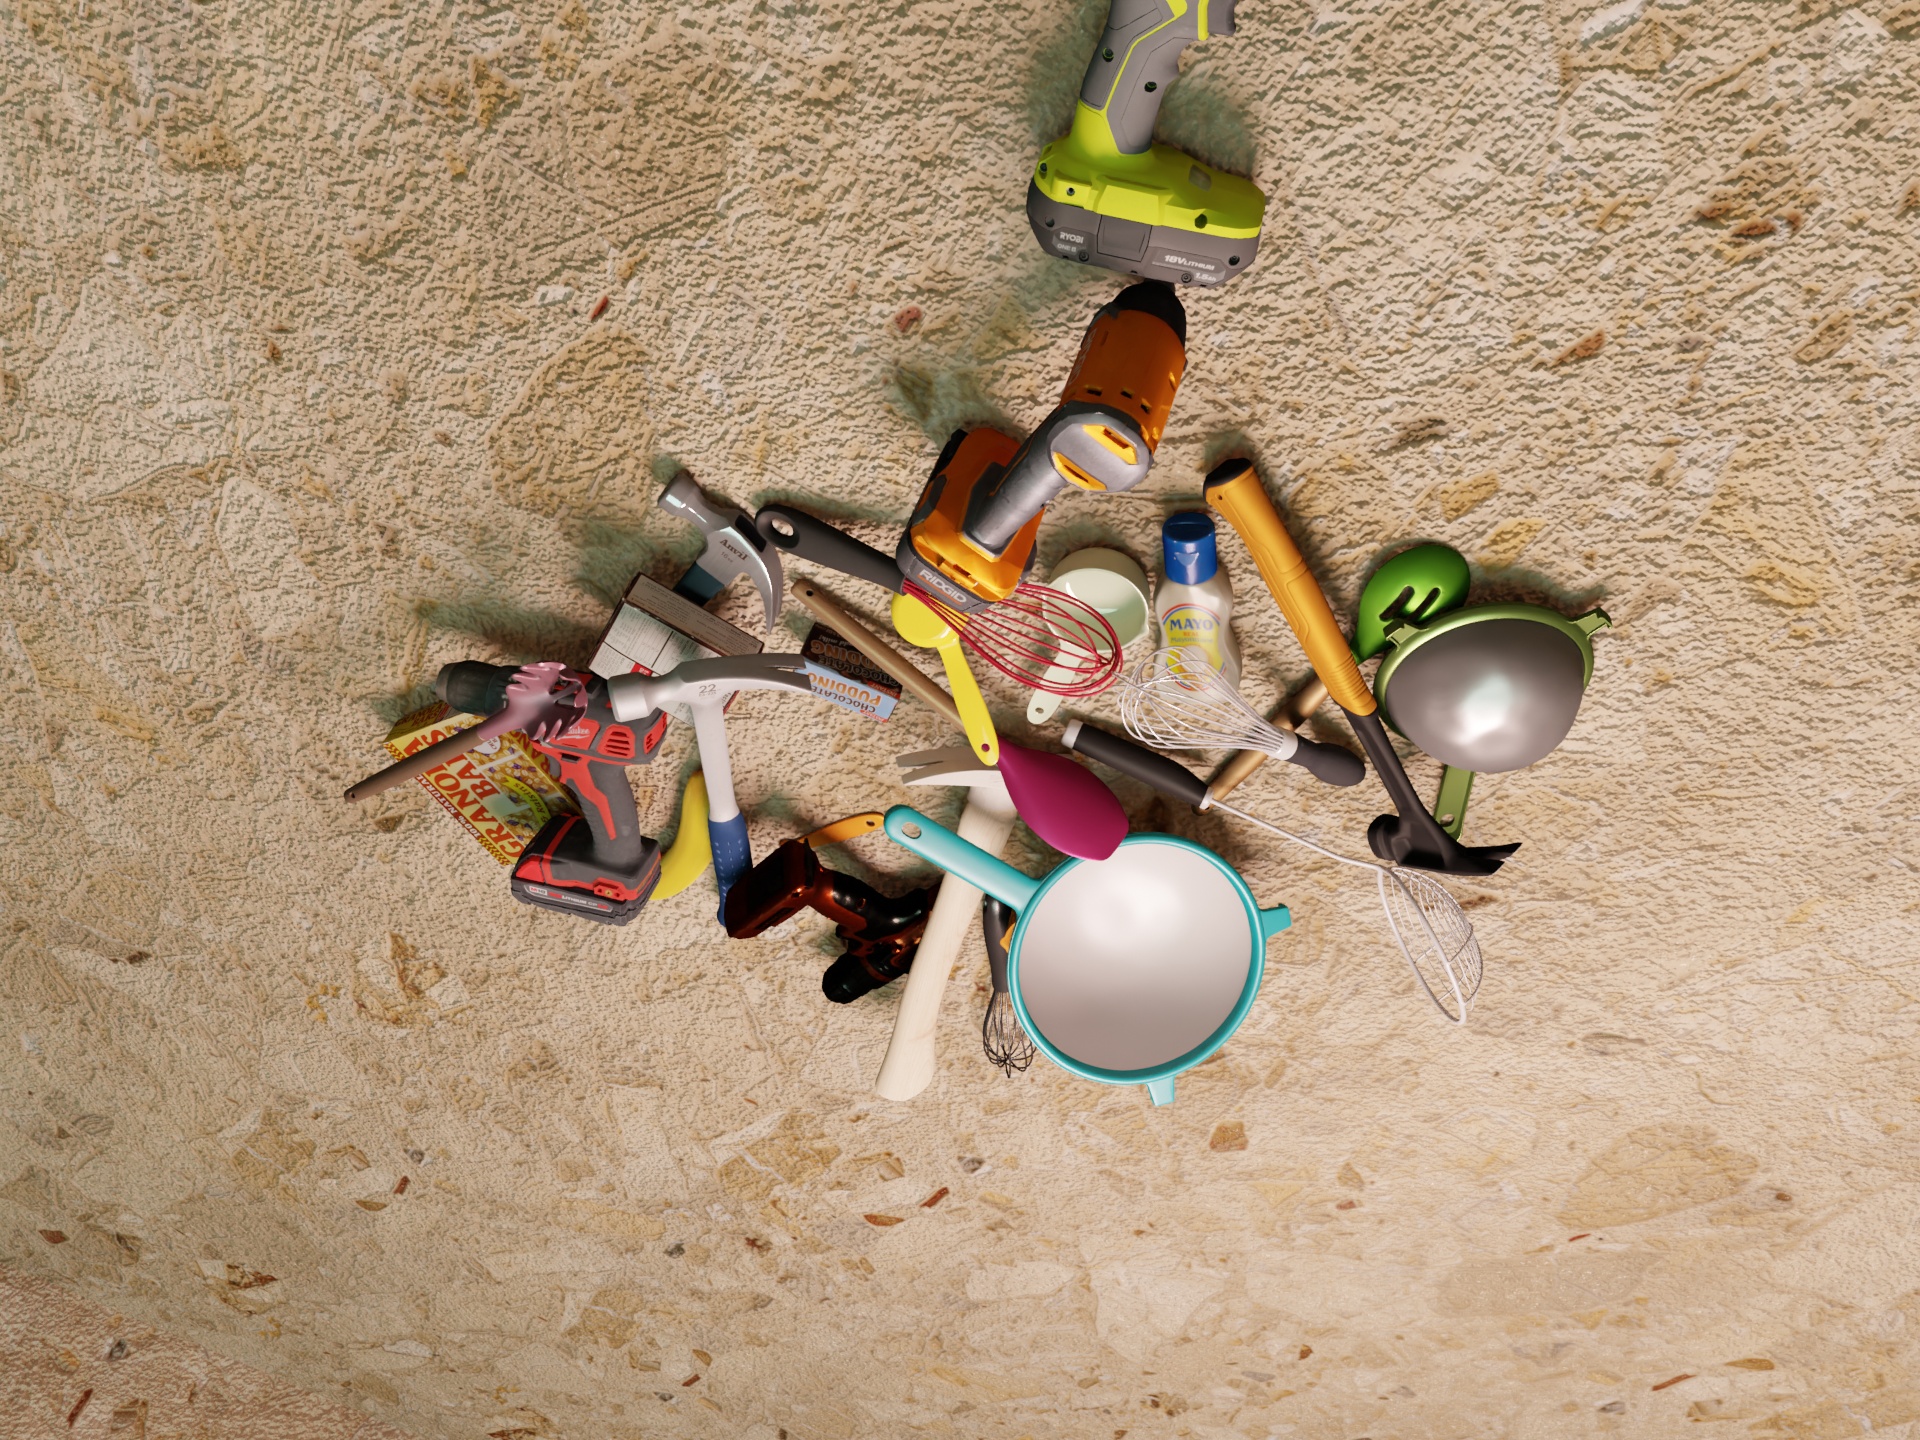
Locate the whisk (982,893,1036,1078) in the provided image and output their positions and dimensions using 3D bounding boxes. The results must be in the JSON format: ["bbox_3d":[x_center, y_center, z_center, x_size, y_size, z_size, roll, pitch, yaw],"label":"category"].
[{"bbox_3d":[0.039,0.243,1.462,0.055,0.055,0.238,4,129,12],"label":"whisk"}]

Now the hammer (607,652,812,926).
[{"bbox_3d":[-0.189,0.070,1.306,0.144,0.035,0.405,-12,149,-10],"label":"hammer"}]

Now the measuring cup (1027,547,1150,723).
[{"bbox_3d":[0.085,-0.061,1.171,0.083,0.038,0.167,22,136,-5],"label":"measuring cup"}]

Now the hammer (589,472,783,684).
[{"bbox_3d":[-0.255,-0.060,1.268,0.128,0.033,0.331,37,131,-17],"label":"hammer"}]

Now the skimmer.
[{"bbox_3d":[0.232,0.112,1.218,0.363,0.090,0.127,25,174,7],"label":"skimmer"}]

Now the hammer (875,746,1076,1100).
[{"bbox_3d":[-0.024,0.186,1.357,0.146,0.038,0.410,3,129,-19],"label":"hammer"}]

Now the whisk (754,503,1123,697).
[{"bbox_3d":[-0.019,-0.092,1.124,0.296,0.073,0.073,24,136,16],"label":"whisk"}]

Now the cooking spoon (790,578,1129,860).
[{"bbox_3d":[-0.002,-0.004,1.212,0.319,0.069,0.017,38,159,-2],"label":"cooking spoon"}]

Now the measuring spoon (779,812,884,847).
[{"bbox_3d":[-0.114,0.103,1.395,0.117,0.011,0.021,-20,124,30],"label":"measuring spoon"}]

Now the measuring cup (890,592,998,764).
[{"bbox_3d":[-0.006,-0.036,1.178,0.062,0.029,0.156,-19,98,19],"label":"measuring cup"}]

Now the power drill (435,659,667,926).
[{"bbox_3d":[-0.335,0.051,1.316,0.188,0.080,0.226,13,128,8],"label":"power drill"}]

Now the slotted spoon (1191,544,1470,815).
[{"bbox_3d":[0.260,-0.016,1.172,0.070,0.031,0.313,24,135,-14],"label":"slotted spoon"}]

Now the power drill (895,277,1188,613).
[{"bbox_3d":[0.059,-0.178,1.003,0.084,0.164,0.226,33,144,-16],"label":"power drill"}]

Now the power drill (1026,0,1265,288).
[{"bbox_3d":[0.133,-0.358,0.854,0.190,0.080,0.228,13,132,4],"label":"power drill"}]

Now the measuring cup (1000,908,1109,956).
[{"bbox_3d":[0.089,0.210,1.413,0.095,0.052,0.173,4,135,11],"label":"measuring cup"}]

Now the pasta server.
[{"bbox_3d":[-0.398,0.019,1.256,0.316,0.040,0.060,-21,97,33],"label":"pasta server"}]

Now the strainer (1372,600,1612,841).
[{"bbox_3d":[0.370,0.027,1.138,0.151,0.069,0.256,-3,138,3],"label":"strainer"}]

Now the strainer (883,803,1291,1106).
[{"bbox_3d":[0.080,0.149,1.279,0.340,0.095,0.211,31,96,-14],"label":"strainer"}]

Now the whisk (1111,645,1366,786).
[{"bbox_3d":[0.208,0.009,1.125,0.284,0.070,0.070,19,142,-42],"label":"whisk"}]

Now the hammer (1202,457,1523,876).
[{"bbox_3d":[0.263,-0.032,1.089,0.336,0.034,0.127,57,159,-17],"label":"hammer"}]
